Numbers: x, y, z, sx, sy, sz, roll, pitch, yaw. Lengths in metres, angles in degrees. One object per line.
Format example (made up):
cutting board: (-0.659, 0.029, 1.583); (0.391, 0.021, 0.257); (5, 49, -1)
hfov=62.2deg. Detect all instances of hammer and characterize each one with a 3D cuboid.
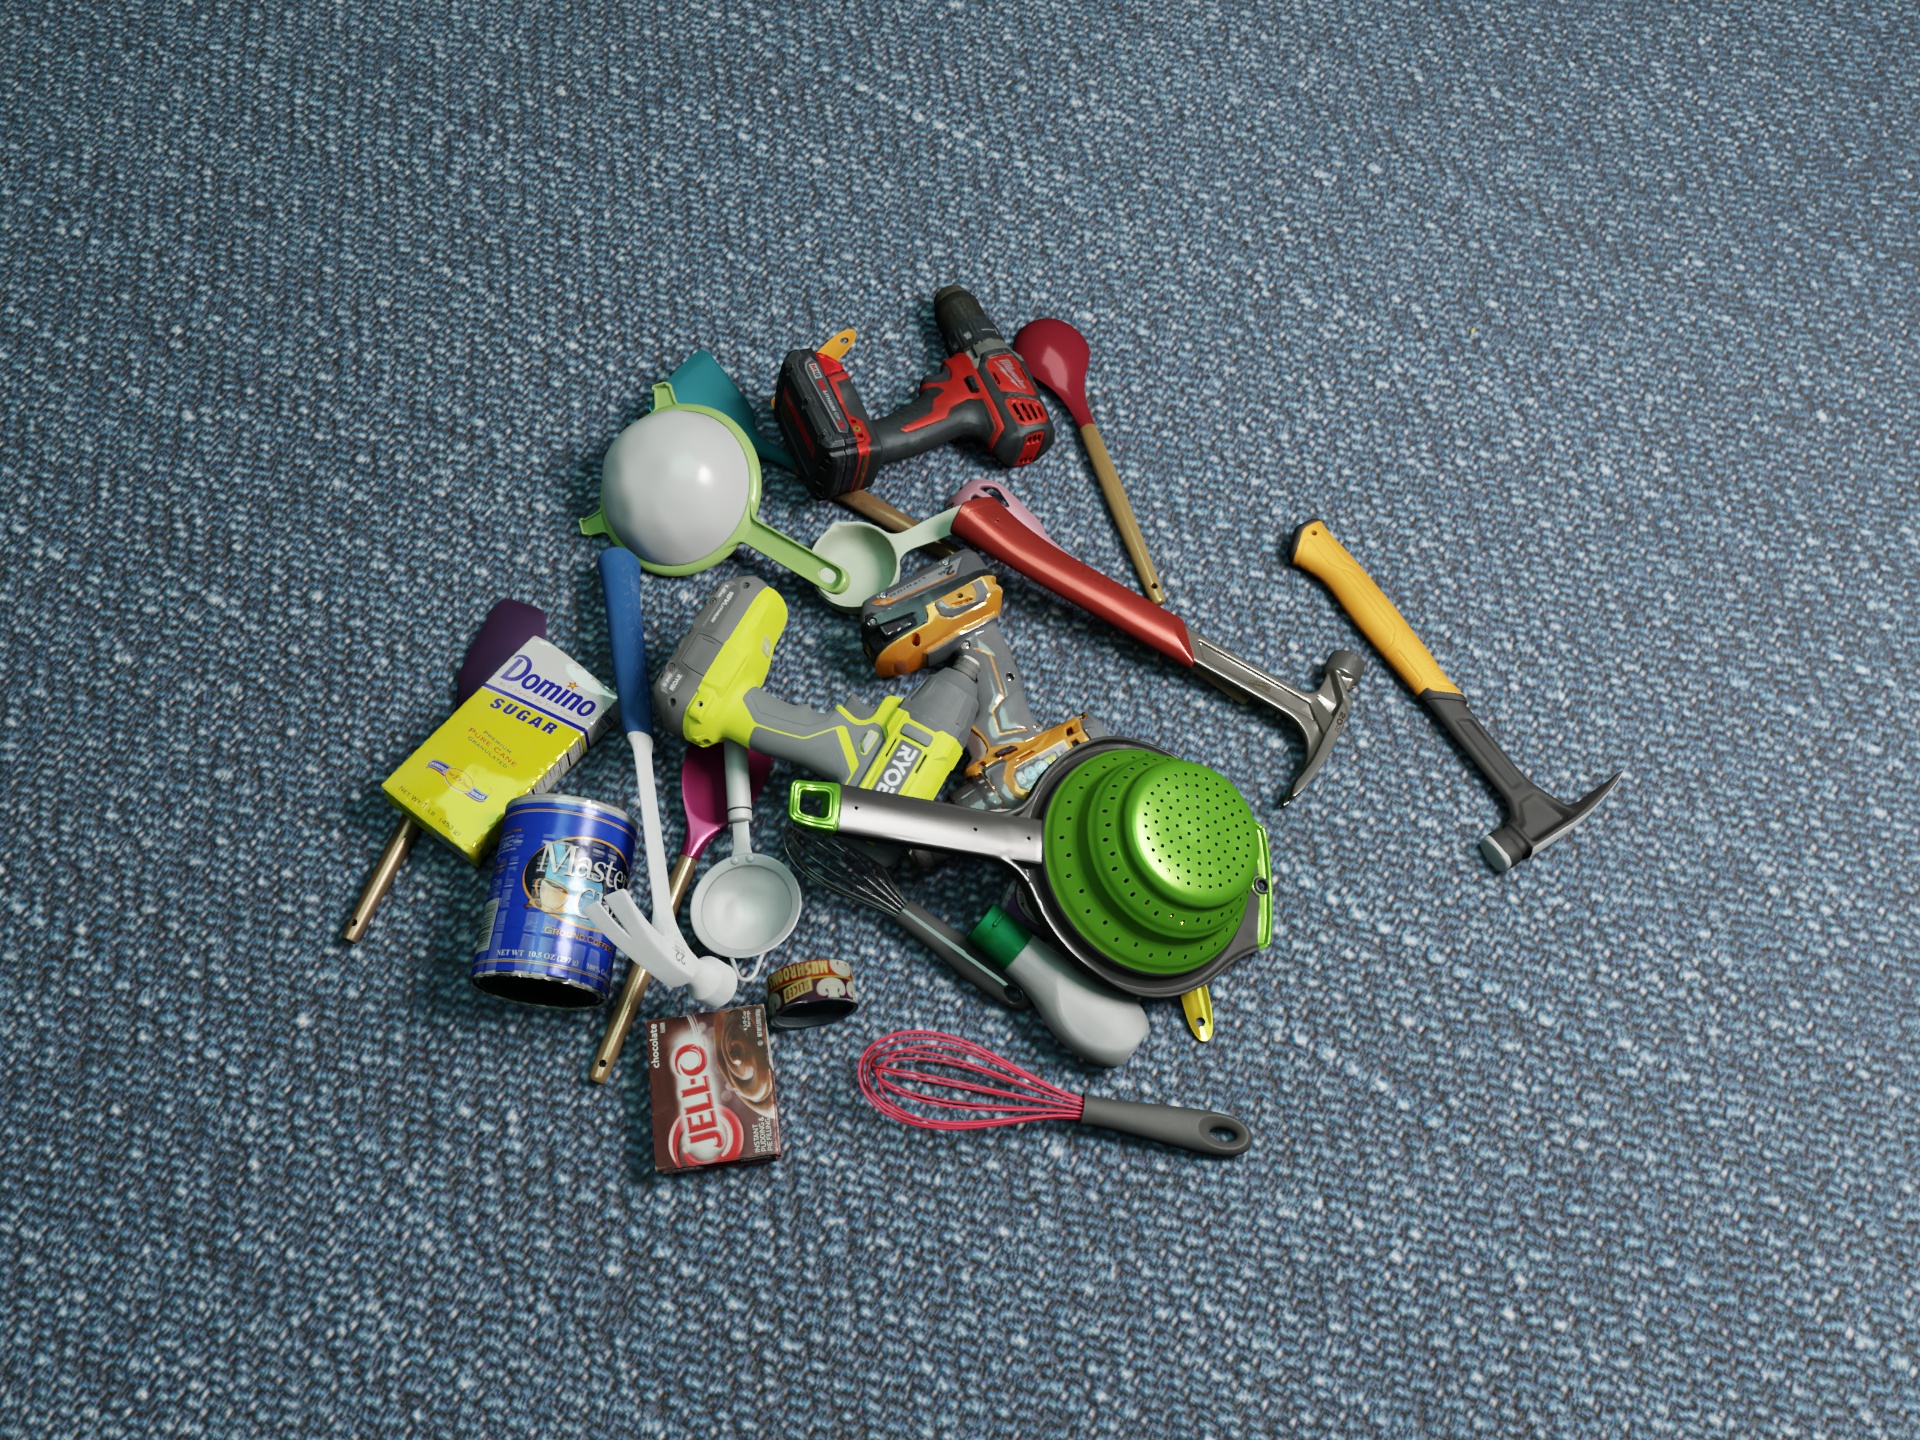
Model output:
hammer: (-0.250, 0.020, 1.231); (0.035, 0.143, 0.406); (-26, 53, 14)
hammer: (0.392, -0.041, 1.320); (0.127, 0.034, 0.337); (-31, 69, -12)
hammer: (0.148, -0.074, 1.303); (0.359, 0.036, 0.149); (30, 64, 5)

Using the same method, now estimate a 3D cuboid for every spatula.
spatula: (-0.123, -0.217, 1.393); (0.317, 0.044, 0.082); (31, 66, 12)
spatula: (-0.419, 0.036, 1.293); (0.060, 0.018, 0.316); (18, 66, 7)

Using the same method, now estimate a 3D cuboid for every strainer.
strainer: (-0.206, -0.175, 1.328); (0.256, 0.069, 0.151); (31, 93, 17)
strainer: (-0.171, 0.083, 1.251); (0.087, 0.050, 0.259); (-7, 69, 1)

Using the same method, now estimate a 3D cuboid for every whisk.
whisk: (-0.041, 0.146, 1.232); (0.239, 0.055, 0.055); (36, 71, 10)
whisk: (0.070, 0.280, 1.166); (0.296, 0.073, 0.073); (11, 66, -2)

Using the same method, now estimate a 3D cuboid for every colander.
colander: (0.076, 0.080, 1.146); (0.397, 0.094, 0.205); (11, 65, -20)

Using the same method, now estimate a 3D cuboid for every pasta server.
pasta server: (0.117, -0.110, 1.357); (0.316, 0.040, 0.060); (38, 71, 11)

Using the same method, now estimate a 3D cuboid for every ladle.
ladle: (0.120, -0.238, 1.413); (0.069, 0.031, 0.316); (-17, 69, -8)

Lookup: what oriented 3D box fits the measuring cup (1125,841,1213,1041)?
measuring cup: (0.168, 0.172, 1.235); (0.062, 0.029, 0.157); (-11, 78, -10)

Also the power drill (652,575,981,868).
power drill: (-0.105, -0.012, 1.222); (0.223, 0.080, 0.171); (28, 80, 12)

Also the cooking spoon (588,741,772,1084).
cooking spoon: (-0.224, 0.132, 1.250); (0.068, 0.017, 0.319); (23, 67, -7)

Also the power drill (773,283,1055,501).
power drill: (-0.047, -0.293, 1.395); (0.226, 0.080, 0.188); (-16, 66, -22)

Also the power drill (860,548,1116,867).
power drill: (-0.002, -0.004, 1.282); (0.185, 0.084, 0.226); (-29, 73, -10)

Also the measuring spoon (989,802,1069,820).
measuring spoon: (0.025, 0.080, 1.216); (0.124, 0.018, 0.034); (-9, 103, -5)

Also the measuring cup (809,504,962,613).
measuring cup: (-0.048, -0.145, 1.356); (0.167, 0.038, 0.083); (-24, 76, -6)

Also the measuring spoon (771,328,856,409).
measuring spoon: (-0.133, -0.320, 1.459); (0.021, 0.011, 0.117); (33, 66, 14)
